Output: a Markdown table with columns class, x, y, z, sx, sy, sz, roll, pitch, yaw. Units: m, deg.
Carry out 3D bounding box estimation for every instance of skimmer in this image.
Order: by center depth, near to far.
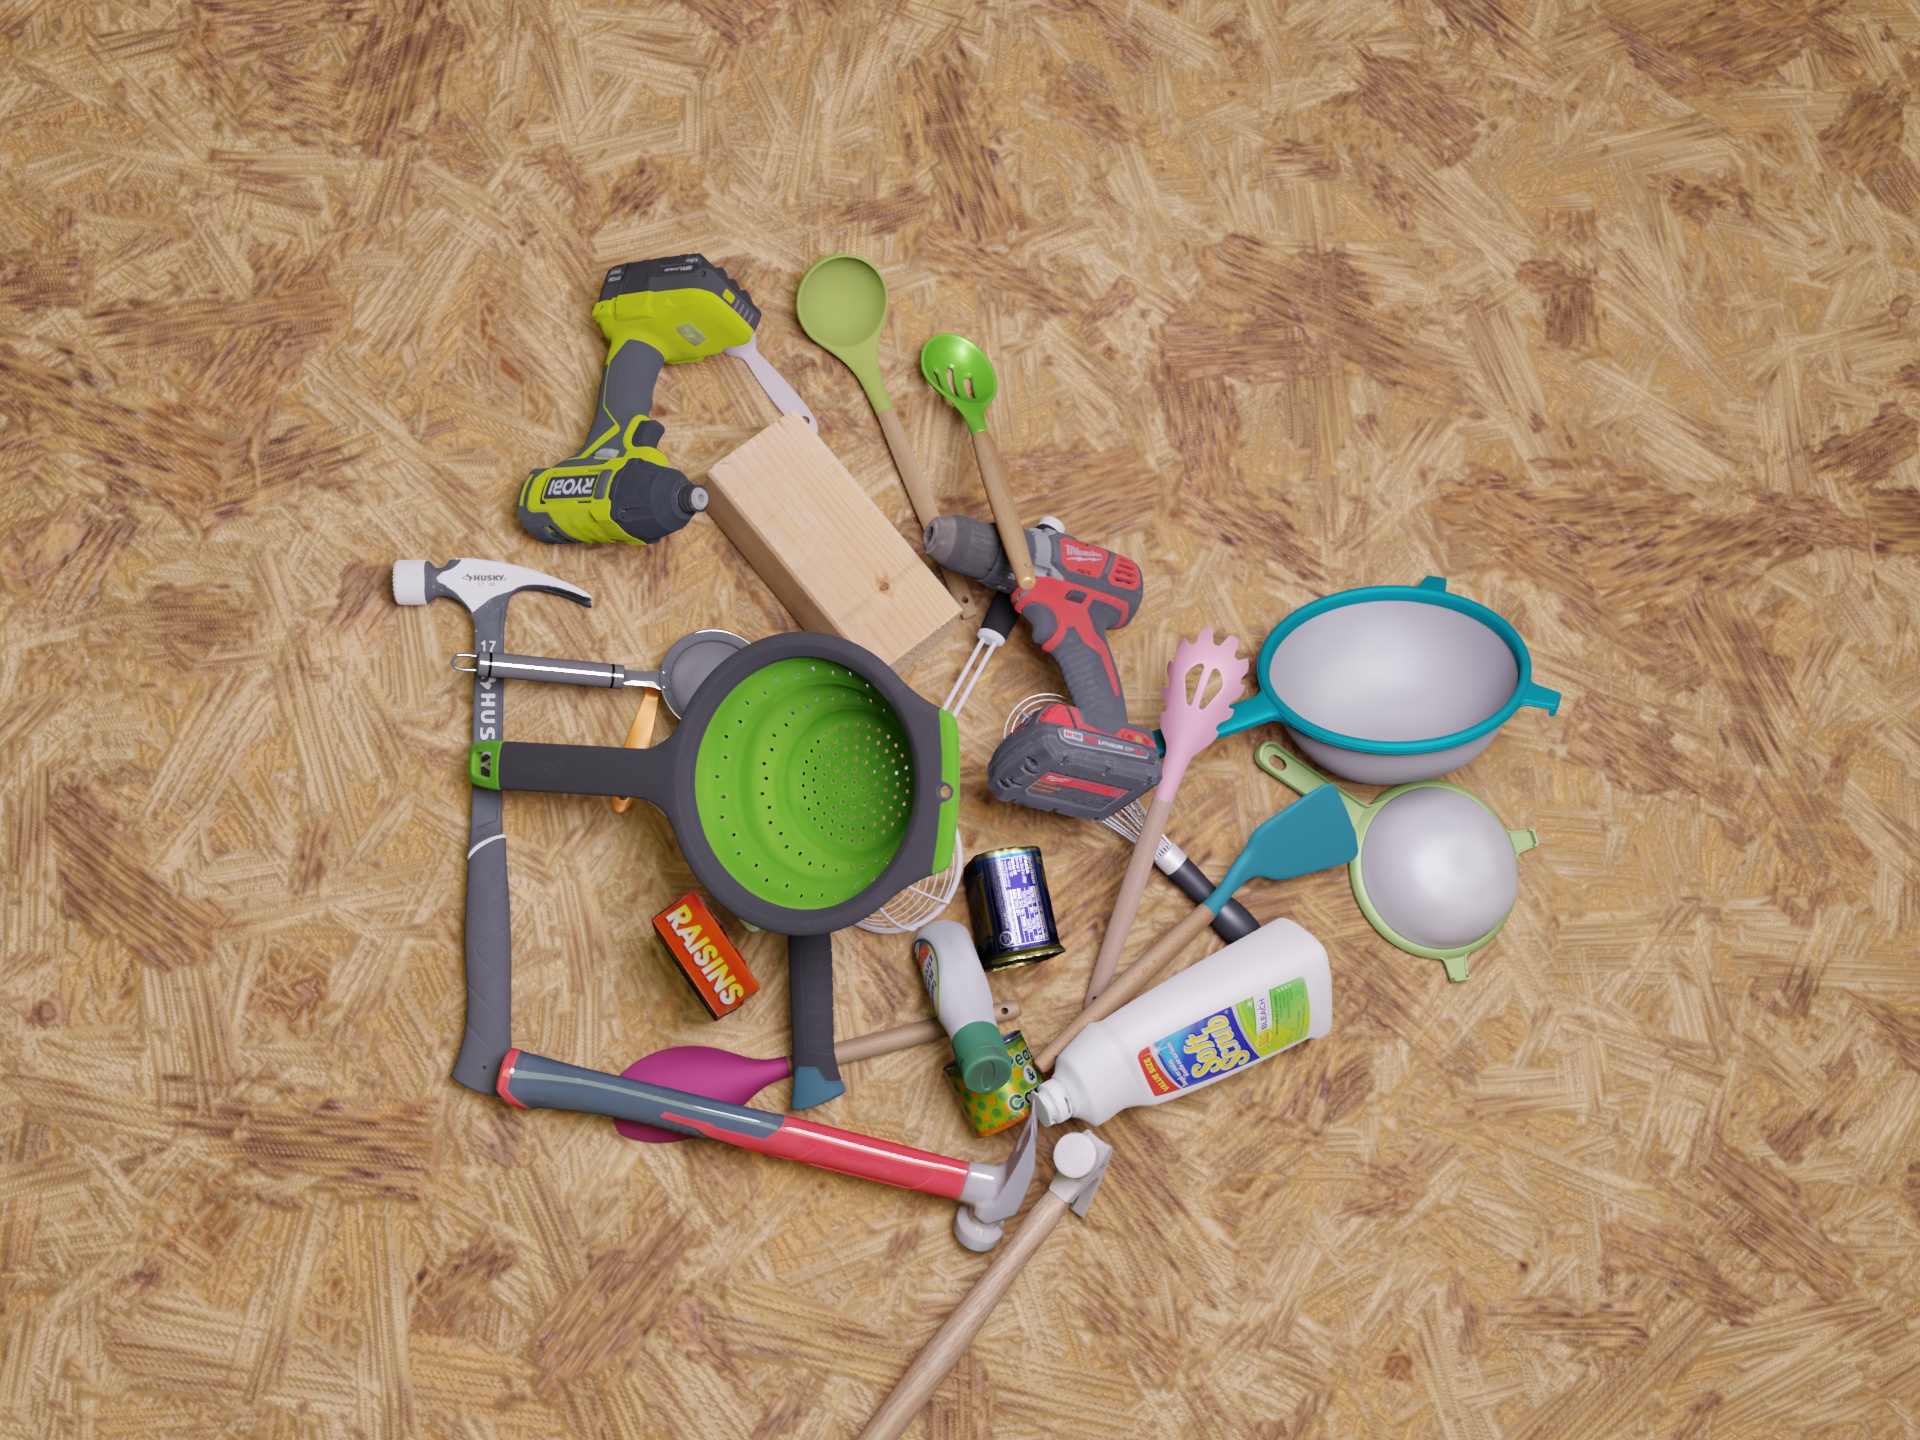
| class | x | y | z | sx | sy | sz | roll | pitch | yaw |
| --- | --- | --- | --- | --- | --- | --- | --- | --- | --- |
| skimmer | -0.002 | -0.004 | 1.273 | 0.127 | 0.090 | 0.363 | 22 | 65 | 15 |

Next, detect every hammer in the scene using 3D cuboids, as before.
| class | x | y | z | sx | sy | sz | roll | pitch | yaw |
| --- | --- | --- | --- | --- | --- | --- | --- | --- | --- |
| hammer | -0.138 | 0.287 | 1.146 | 0.386 | 0.143 | 0.038 | 15 | 36 | -5 |
| hammer | 0.003 | 0.437 | 1.154 | 0.031 | 0.130 | 0.331 | 36 | 85 | 21 |
| hammer | -0.113 | 0.123 | 1.184 | 0.128 | 0.033 | 0.331 | -4 | 87 | 26 |
| hammer | -0.352 | 0.075 | 1.200 | 0.149 | 0.036 | 0.409 | -1 | 79 | -11 |

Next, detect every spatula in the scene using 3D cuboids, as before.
| class | x | y | z | sx | sy | sz | roll | pitch | yaw |
| --- | --- | --- | --- | --- | --- | --- | --- | --- | --- |
| spatula | 0.180 | 0.166 | 1.226 | 0.317 | 0.044 | 0.082 | -39 | 124 | -19 |

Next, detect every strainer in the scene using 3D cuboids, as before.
| class | x | y | z | sx | sy | sz | roll | pitch | yaw |
| --- | --- | --- | --- | --- | --- | --- | --- | --- | --- |
| strainer | -0.255 | -0.034 | 1.217 | 0.258 | 0.050 | 0.087 | 5 | 69 | -21 |
| strainer | 0.289 | 0.006 | 1.283 | 0.340 | 0.095 | 0.211 | -18 | 39 | -6 |
| strainer | 0.358 | 0.089 | 1.303 | 0.256 | 0.069 | 0.151 | 34 | 74 | -3 |

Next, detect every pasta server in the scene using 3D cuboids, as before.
| class | x | y | z | sx | sy | sz | roll | pitch | yaw |
| --- | --- | --- | --- | --- | --- | --- | --- | --- | --- |
| pasta server | 0.148 | 0.082 | 1.222 | 0.060 | 0.040 | 0.316 | 19 | 106 | 9 |

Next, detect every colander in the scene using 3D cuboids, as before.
| class | x | y | z | sx | sy | sz | roll | pitch | yaw |
| --- | --- | --- | --- | --- | --- | --- | --- | --- | --- |
| colander | -0.169 | 0.040 | 1.138 | 0.397 | 0.094 | 0.204 | 2 | 89 | 23 |

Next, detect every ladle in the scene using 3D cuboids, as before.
| class | x | y | z | sx | sy | sz | roll | pitch | yaw |
| --- | --- | --- | --- | --- | --- | --- | --- | --- | --- |
| ladle | -0.052 | -0.234 | 1.310 | 0.078 | 0.062 | 0.320 | -22 | 85 | -6 |

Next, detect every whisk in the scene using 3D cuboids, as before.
| class | x | y | z | sx | sy | sz | roll | pitch | yaw |
| --- | --- | --- | --- | --- | --- | --- | --- | --- | --- |
| whisk | 0.146 | 0.088 | 1.275 | 0.284 | 0.070 | 0.070 | 44 | 74 | -4 |

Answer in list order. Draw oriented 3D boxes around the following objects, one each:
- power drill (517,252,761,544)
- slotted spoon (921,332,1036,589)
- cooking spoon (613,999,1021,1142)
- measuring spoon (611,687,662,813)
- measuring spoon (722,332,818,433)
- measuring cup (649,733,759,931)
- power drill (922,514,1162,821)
| class | x | y | z | sx | sy | sz | roll | pitch | yaw |
| --- | --- | --- | --- | --- | --- | --- | --- | --- | --- |
| power drill | -0.240 | -0.242 | 1.232 | 0.171 | 0.080 | 0.223 | 3 | 70 | 33 |
| slotted spoon | 0.019 | -0.208 | 1.255 | 0.070 | 0.031 | 0.314 | 8 | 42 | -22 |
| cooking spoon | -0.106 | 0.257 | 1.211 | 0.319 | 0.017 | 0.069 | -12 | 80 | -11 |
| measuring spoon | -0.251 | 0.016 | 1.241 | 0.021 | 0.011 | 0.117 | 15 | 76 | -6 |
| measuring spoon | -0.158 | -0.287 | 1.320 | 0.034 | 0.018 | 0.124 | -39 | 87 | -15 |
| measuring cup | -0.187 | 0.083 | 1.224 | 0.083 | 0.038 | 0.168 | -21 | 80 | -14 |
| power drill | 0.060 | -0.051 | 1.205 | 0.187 | 0.080 | 0.227 | 14 | 56 | -28 |
